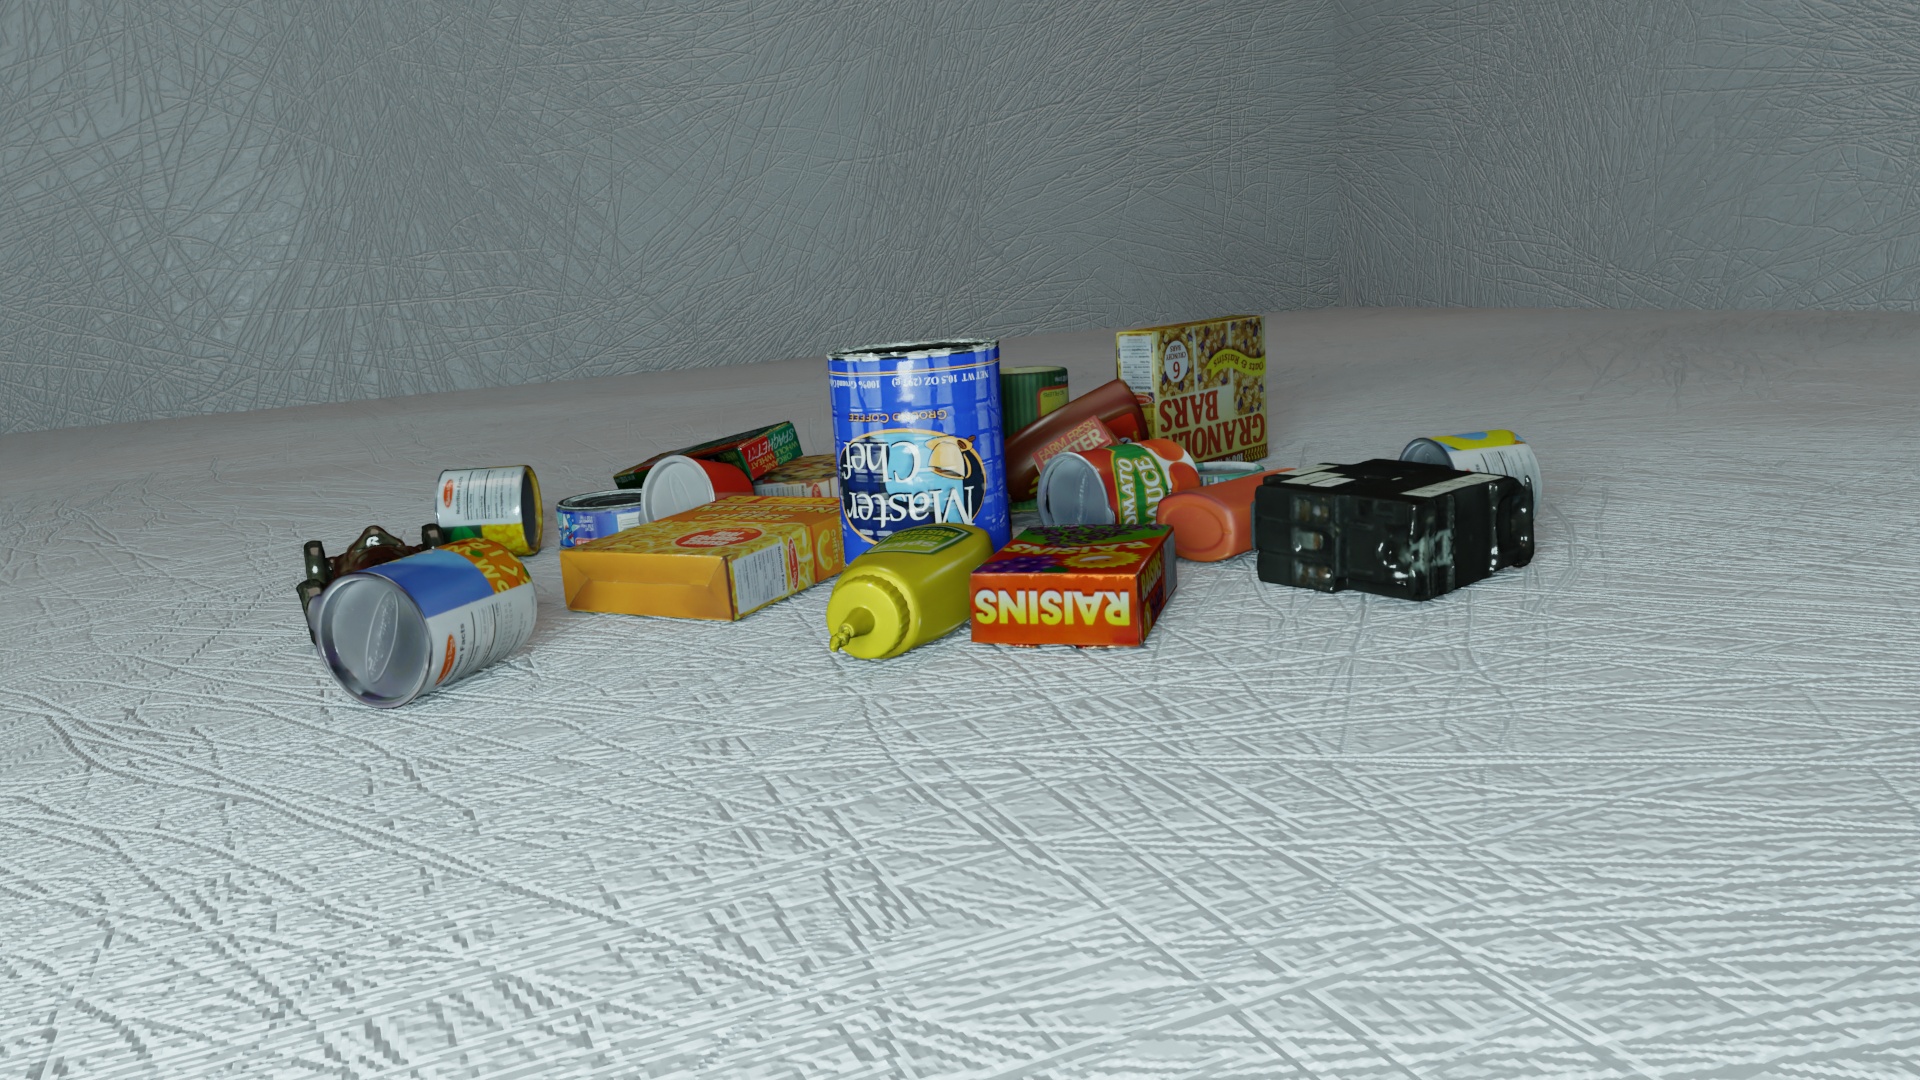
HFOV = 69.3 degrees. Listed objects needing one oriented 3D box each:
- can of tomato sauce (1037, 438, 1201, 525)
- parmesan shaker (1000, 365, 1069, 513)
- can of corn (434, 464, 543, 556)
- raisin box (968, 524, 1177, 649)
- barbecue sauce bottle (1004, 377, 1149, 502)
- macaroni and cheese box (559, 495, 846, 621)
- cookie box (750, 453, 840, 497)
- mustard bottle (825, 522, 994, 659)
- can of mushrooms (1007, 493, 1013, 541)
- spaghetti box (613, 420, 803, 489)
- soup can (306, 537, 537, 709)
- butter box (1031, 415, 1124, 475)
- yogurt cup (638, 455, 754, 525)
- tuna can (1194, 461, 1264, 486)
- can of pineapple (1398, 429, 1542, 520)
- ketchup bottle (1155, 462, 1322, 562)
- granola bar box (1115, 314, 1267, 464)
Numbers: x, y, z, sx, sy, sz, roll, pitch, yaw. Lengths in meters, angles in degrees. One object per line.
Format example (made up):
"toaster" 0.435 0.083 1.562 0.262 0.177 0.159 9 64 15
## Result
"can of tomato sauce" 0.103 -0.028 0.882 0.083 0.071 0.071 -11 13 -36
"parmesan shaker" 0.050 -0.077 1.047 0.071 0.102 0.071 -4 11 1
"can of corn" -0.334 -0.019 0.990 0.058 0.071 0.071 -4 11 -3
"raisin box" 0.061 0.022 0.722 0.086 0.040 0.124 0 11 16
"barbecue sauce bottle" 0.060 -0.059 0.991 0.148 0.064 0.044 -27 56 -2
"macaroni and cheese box" -0.141 0.007 0.855 0.123 0.040 0.167 2 13 28
"cookie box" -0.077 -0.043 1.080 0.167 0.040 0.123 -6 12 -3
"mustard bottle" -0.029 0.027 0.699 0.065 0.048 0.161 -2 11 19
"can of mushrooms" 0.003 -0.011 0.916 0.071 0.033 0.071 -4 11 1
"spaghetti box" -0.205 -0.059 1.101 0.050 0.028 0.249 -31 15 -32
"soup can" -0.261 0.037 0.680 0.071 0.071 0.084 0 11 19
"butter box" 0.090 -0.049 0.951 0.053 0.024 0.103 -31 -22 13
"yogurt cup" -0.183 -0.027 0.981 0.072 0.072 0.054 3 5 32
"tuna can" 0.178 -0.034 0.969 0.071 0.032 0.071 -4 11 1
"can of pineapple" 0.303 -0.032 0.836 0.058 0.071 0.071 -7 12 -15
"ketchup bottle" 0.193 -0.021 0.874 0.149 0.043 0.065 -14 16 -40
"granola bar box" 0.192 -0.117 1.141 0.039 0.124 0.166 6 15 43
